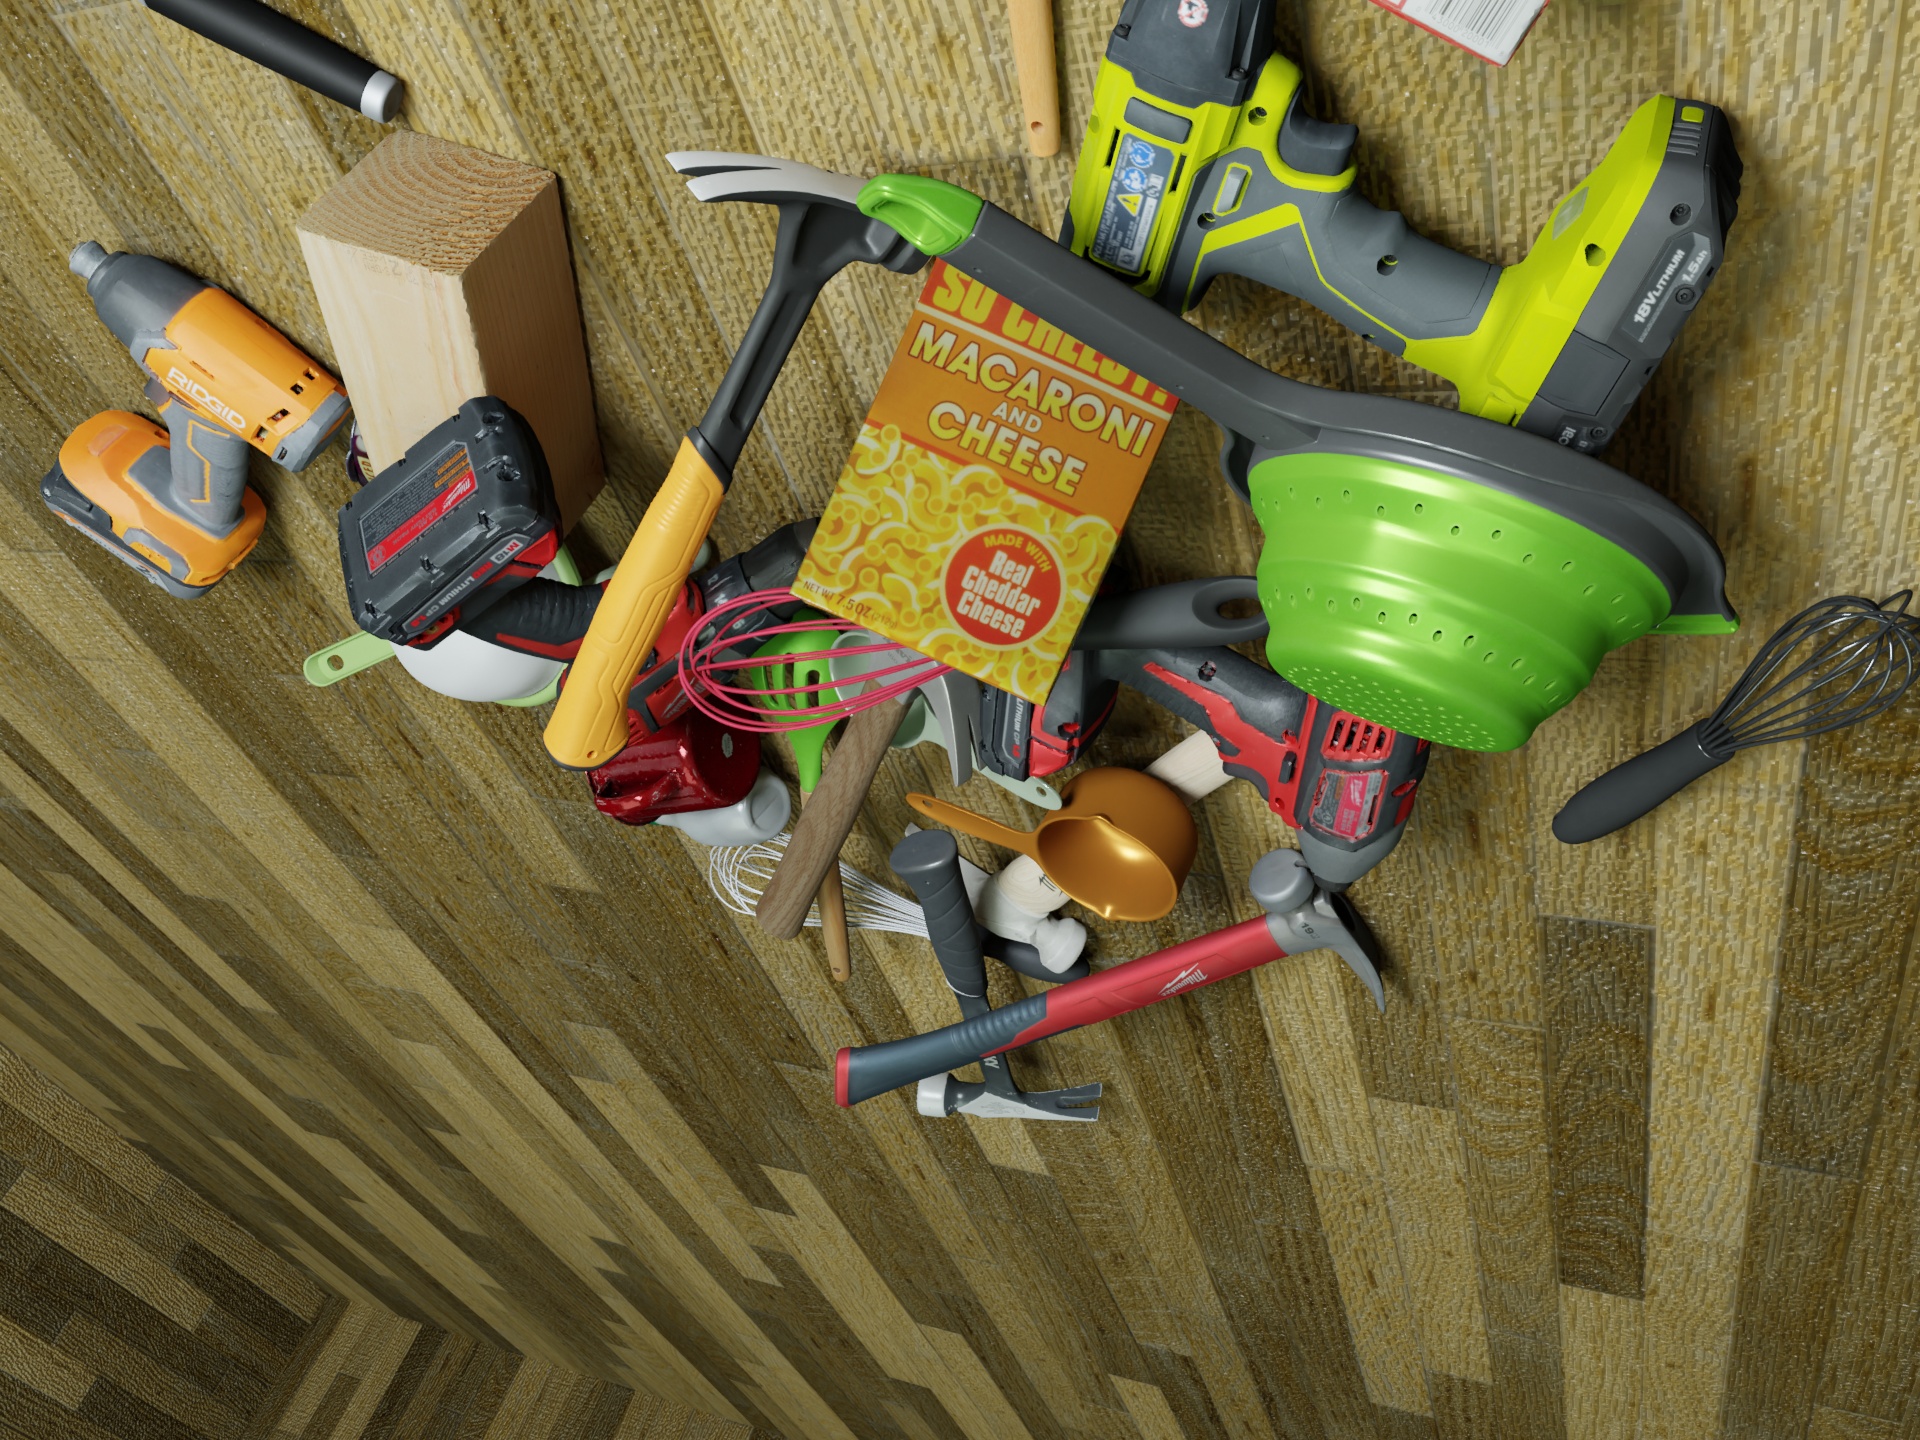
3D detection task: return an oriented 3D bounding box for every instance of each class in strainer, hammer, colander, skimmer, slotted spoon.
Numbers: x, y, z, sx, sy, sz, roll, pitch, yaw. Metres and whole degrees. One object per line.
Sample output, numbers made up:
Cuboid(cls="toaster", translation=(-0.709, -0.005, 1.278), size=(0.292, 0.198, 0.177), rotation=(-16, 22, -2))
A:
Cuboid(cls="strainer", translation=(-0.346, -0.055, 0.991), size=(0.256, 0.069, 0.151), rotation=(-17, 104, 32))
Cuboid(cls="hammer", translation=(-0.070, 0.044, 0.951), size=(0.130, 0.031, 0.331), rotation=(44, 142, 13))
Cuboid(cls="hammer", translation=(0.082, 0.197, 1.052), size=(0.386, 0.038, 0.143), rotation=(-24, 128, 26))
Cuboid(cls="colander", translation=(0.123, -0.078, 0.620), size=(0.396, 0.094, 0.204), rotation=(24, 175, -22))
Cuboid(cls="skimmer", translation=(-0.443, -0.340, 0.733), size=(0.363, 0.090, 0.127), rotation=(25, 177, -5))
Cuboid(cls="hammer", translation=(0.105, 0.042, 0.941), size=(0.146, 0.038, 0.410), rotation=(34, 143, -11))
Cuboid(cls="hammer", translation=(-0.132, -0.102, 0.737), size=(0.034, 0.127, 0.336), rotation=(53, 127, 30))
Cuboid(cls="slotted spoon", translation=(-0.091, 0.062, 1.035), size=(0.070, 0.031, 0.313), rotation=(11, 132, 17))
Cuboid(cls="hammer", translation=(0.012, 0.195, 1.123), size=(0.149, 0.036, 0.408), rotation=(3, 145, 12))

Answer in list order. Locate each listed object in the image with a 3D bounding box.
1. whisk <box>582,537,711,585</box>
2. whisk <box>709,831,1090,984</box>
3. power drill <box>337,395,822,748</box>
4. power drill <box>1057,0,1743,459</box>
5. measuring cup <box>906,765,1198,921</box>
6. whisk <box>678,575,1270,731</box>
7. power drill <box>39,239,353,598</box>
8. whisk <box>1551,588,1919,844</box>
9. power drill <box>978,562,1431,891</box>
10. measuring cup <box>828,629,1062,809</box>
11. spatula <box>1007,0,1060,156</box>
Cuboid(cls="whisk", translation=(-0.240, -0.070, 0.992), size=(0.246, 0.059, 0.057), rotation=(-19, 139, 38))
Cuboid(cls="whisk", translation=(-0.044, 0.139, 1.138), size=(0.284, 0.070, 0.070), rotation=(17, 144, 3))
Cuboid(cls="power drill", translation=(-0.182, -0.076, 0.832), size=(0.188, 0.080, 0.226), rotation=(-34, 147, 16))
Cuboid(cls="power drill", translation=(0.154, -0.193, 0.583), size=(0.223, 0.080, 0.171), rotation=(23, 140, 7))
Cuboid(cls="measuring cup", translation=(0.054, 0.055, 0.919), size=(0.174, 0.052, 0.095), rotation=(18, 143, 24))
Cuboid(cls="whisk", translation=(0.006, -0.039, 0.753), size=(0.296, 0.073, 0.073), rotation=(-6, 137, 11))
Cuboid(cls="power drill", translation=(-0.479, -0.182, 0.964), size=(0.164, 0.084, 0.226), rotation=(39, 138, -18))
Cuboid(cls="whisk", translation=(0.354, 0.007, 0.747), size=(0.055, 0.055, 0.239), rotation=(27, 149, -4))
Cuboid(cls="power drill", translation=(0.123, 0.003, 0.804), size=(0.220, 0.078, 0.143), rotation=(20, 134, 21))
Cuboid(cls="measuring cup", translation=(-0.001, -0.003, 0.904), size=(0.168, 0.038, 0.083), rotation=(33, 139, 22))
Cuboid(cls="spatula", translation=(0.008, -0.330, 0.524), size=(0.081, 0.041, 0.322), rotation=(10, 143, 19))
